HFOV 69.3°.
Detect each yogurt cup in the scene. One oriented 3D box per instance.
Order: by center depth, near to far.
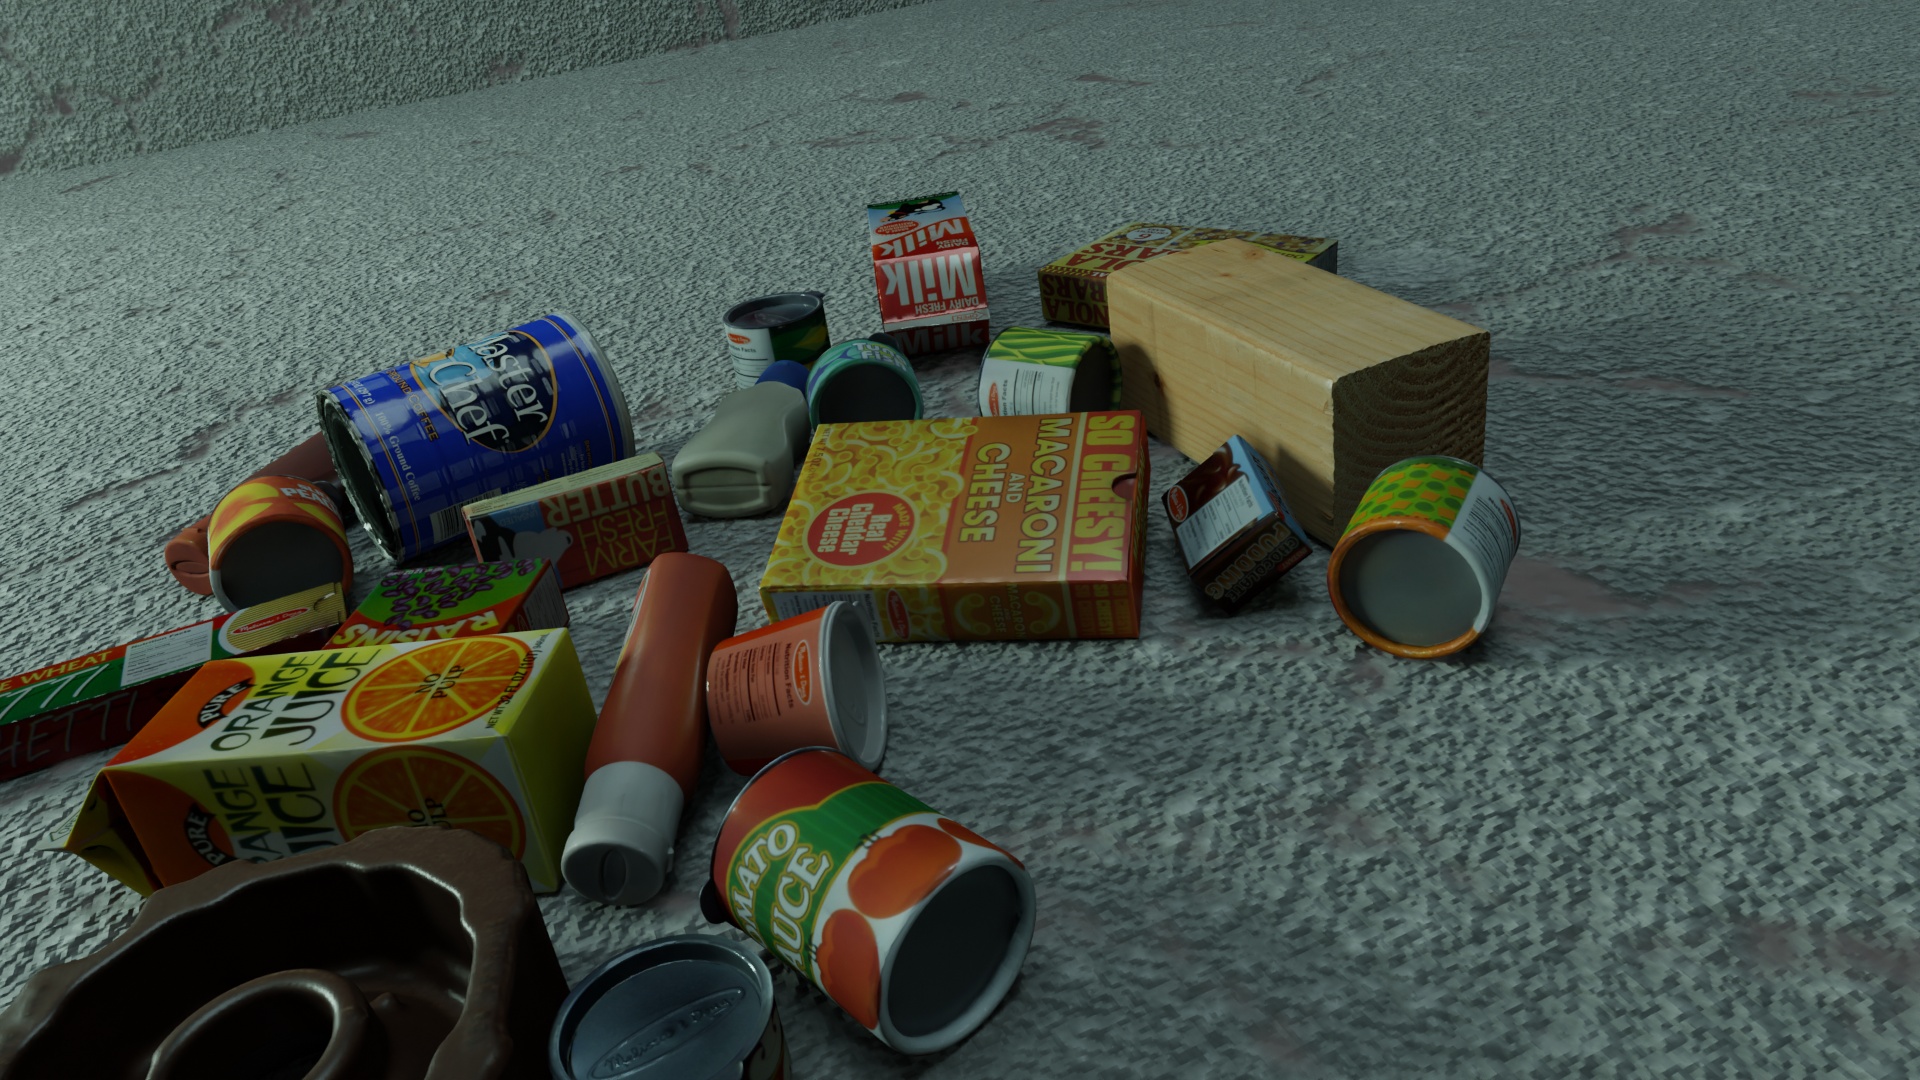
[{"bbox_3d":[-0.064,0.061,0.543,0.054,0.072,0.073,-11,27,12],"label":"yogurt cup"}]

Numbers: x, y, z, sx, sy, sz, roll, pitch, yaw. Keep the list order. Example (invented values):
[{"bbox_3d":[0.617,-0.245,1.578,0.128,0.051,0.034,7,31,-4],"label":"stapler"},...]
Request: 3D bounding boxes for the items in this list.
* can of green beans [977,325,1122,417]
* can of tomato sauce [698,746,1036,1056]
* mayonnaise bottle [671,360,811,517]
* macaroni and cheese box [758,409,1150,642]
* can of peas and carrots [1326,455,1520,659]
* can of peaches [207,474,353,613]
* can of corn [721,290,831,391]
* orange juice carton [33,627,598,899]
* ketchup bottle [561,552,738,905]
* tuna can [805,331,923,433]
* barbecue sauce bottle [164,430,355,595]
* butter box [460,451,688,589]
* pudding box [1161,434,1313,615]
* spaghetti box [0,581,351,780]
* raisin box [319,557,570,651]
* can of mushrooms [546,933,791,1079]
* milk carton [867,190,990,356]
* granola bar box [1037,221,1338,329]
[{"bbox_3d":[0.051,-0.085,0.781,0.058,0.071,0.071,11,34,32],"label":"can of green beans"},{"bbox_3d":[-0.029,0.111,0.434,0.071,0.071,0.083,-30,35,-35],"label":"can of tomato sauce"},{"bbox_3d":[-0.118,-0.063,0.814,0.065,0.041,0.149,-1,28,10],"label":"mayonnaise bottle"},{"bbox_3d":[0.002,-0.008,0.653,0.166,0.040,0.124,-2,41,12],"label":"macaroni and cheese box"},{"bbox_3d":[0.189,0.007,0.573,0.071,0.070,0.059,8,32,28],"label":"can of peas and carrots"},{"bbox_3d":[-0.351,0.005,0.719,0.071,0.071,0.058,-20,30,-20],"label":"can of peaches"},{"bbox_3d":[-0.115,-0.125,0.908,0.071,0.058,0.071,-7,28,4],"label":"can of corn"},{"bbox_3d":[-0.242,0.089,0.528,0.193,0.072,0.072,-5,28,6],"label":"orange juice carton"},{"bbox_3d":[-0.119,0.072,0.543,0.043,0.064,0.149,10,36,-6],"label":"ketchup bottle"},{"bbox_3d":[-0.054,-0.082,0.800,0.071,0.070,0.033,-11,29,-5],"label":"tuna can"},{"bbox_3d":[-0.391,-0.022,0.807,0.065,0.043,0.149,2,30,19],"label":"barbecue sauce bottle"},{"bbox_3d":[-0.196,-0.006,0.715,0.104,0.053,0.024,-18,26,-20],"label":"butter box"},{"bbox_3d":[0.125,-0.009,0.634,0.049,0.030,0.084,-41,22,18],"label":"pudding box"},{"bbox_3d":[-0.411,0.077,0.642,0.251,0.028,0.050,-18,29,-18],"label":"spaghetti box"},{"bbox_3d":[-0.239,0.056,0.624,0.086,0.040,0.124,-4,27,6],"label":"raisin box"},{"bbox_3d":[-0.084,0.152,0.408,0.071,0.033,0.071,-6,27,3],"label":"can of mushrooms"},{"bbox_3d":[-0.023,-0.183,0.977,0.072,0.073,0.191,-8,28,-1],"label":"milk carton"},{"bbox_3d":[0.156,-0.178,0.955,0.165,0.039,0.125,15,35,37],"label":"granola bar box"}]
